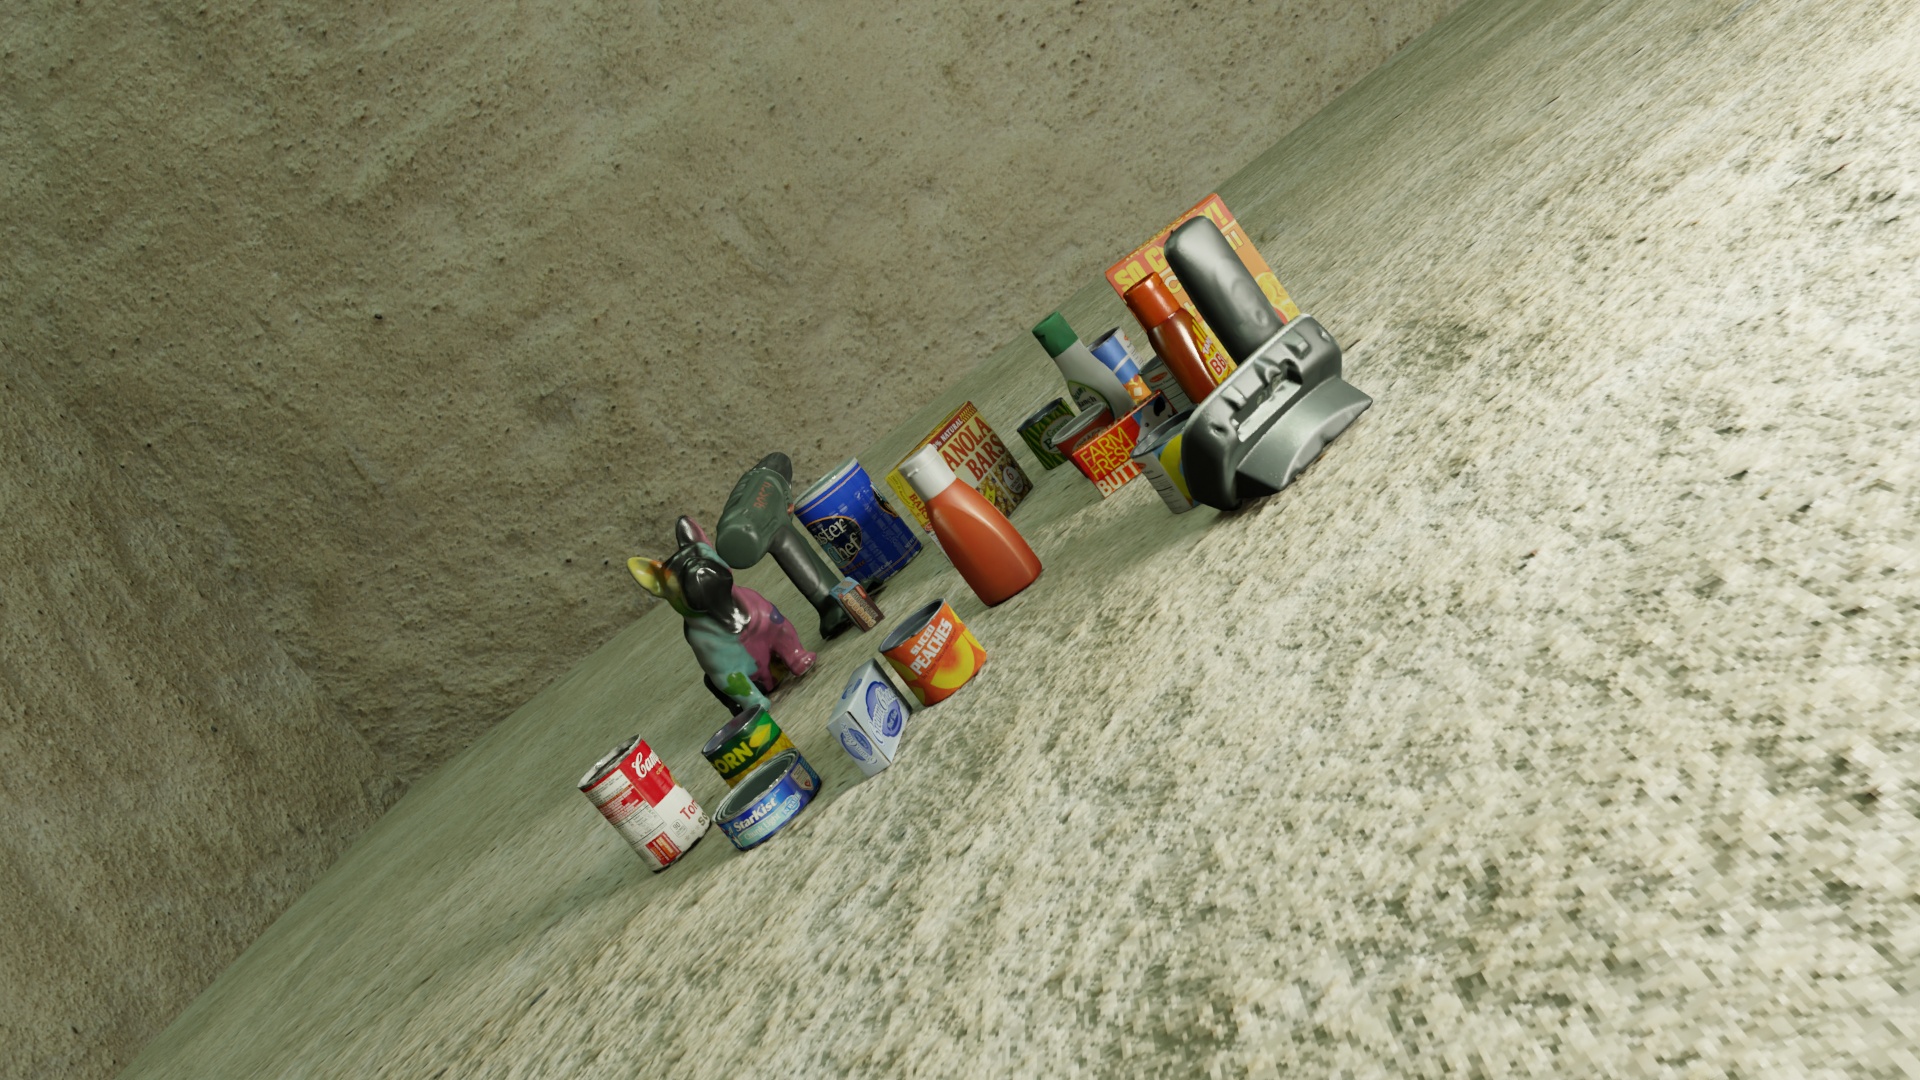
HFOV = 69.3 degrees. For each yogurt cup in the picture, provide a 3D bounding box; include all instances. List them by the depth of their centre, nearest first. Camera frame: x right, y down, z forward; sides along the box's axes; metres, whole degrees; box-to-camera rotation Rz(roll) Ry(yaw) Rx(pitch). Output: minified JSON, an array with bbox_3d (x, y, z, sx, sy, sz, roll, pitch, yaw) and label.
[{"bbox_3d":[0.135,-0.101,1.419,0.072,0.054,0.072,-36,10,7],"label":"yogurt cup"}]

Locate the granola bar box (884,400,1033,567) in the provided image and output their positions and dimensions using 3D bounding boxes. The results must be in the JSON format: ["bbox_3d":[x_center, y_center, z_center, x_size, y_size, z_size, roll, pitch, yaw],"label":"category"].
[{"bbox_3d":[0.002,-0.064,1.514,0.039,0.124,0.166,-31,12,37],"label":"granola bar box"}]

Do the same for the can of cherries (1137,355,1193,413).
[{"bbox_3d":[0.222,-0.164,1.389,0.071,0.058,0.071,-36,10,7],"label":"can of cherries"}]

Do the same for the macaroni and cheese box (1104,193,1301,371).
[{"bbox_3d":[0.229,-0.213,1.268,0.123,0.166,0.040,-36,10,11],"label":"macaroni and cheese box"}]

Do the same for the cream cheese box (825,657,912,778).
[{"bbox_3d":[-0.068,0.134,1.061,0.024,0.053,0.104,-35,10,16],"label":"cream cheese box"}]

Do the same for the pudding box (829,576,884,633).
[{"bbox_3d":[-0.115,0.070,1.528,0.030,0.049,0.083,-39,10,-8],"label":"pudding box"}]

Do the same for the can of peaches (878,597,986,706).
[{"bbox_3d":[-0.021,0.088,1.091,0.071,0.058,0.071,-36,10,7],"label":"can of peaches"}]

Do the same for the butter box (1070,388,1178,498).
[{"bbox_3d":[0.158,-0.089,1.287,0.103,0.053,0.024,-36,10,11],"label":"butter box"}]

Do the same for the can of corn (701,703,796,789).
[{"bbox_3d":[-0.183,0.187,1.210,0.071,0.058,0.071,-36,10,7],"label":"can of corn"}]

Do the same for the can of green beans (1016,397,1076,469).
[{"bbox_3d":[0.108,-0.123,1.603,0.071,0.057,0.071,-36,10,7],"label":"can of green beans"}]

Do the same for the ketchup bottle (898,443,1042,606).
[{"bbox_3d":[0.004,-0.015,1.209,0.064,0.148,0.044,-32,11,33],"label":"ketchup bottle"}]

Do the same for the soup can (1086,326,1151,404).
[{"bbox_3d":[0.178,-0.191,1.596,0.071,0.083,0.071,-36,10,7],"label":"soup can"}]

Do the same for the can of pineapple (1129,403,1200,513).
[{"bbox_3d":[0.178,-0.064,1.090,0.071,0.058,0.071,-36,10,7],"label":"can of pineapple"}]

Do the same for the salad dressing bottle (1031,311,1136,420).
[{"bbox_3d":[0.134,-0.179,1.504,0.044,0.147,0.064,-42,11,-26],"label":"salad dressing bottle"}]

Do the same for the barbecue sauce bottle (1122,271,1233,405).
[{"bbox_3d":[0.198,-0.164,1.210,0.043,0.148,0.065,-32,11,30],"label":"barbecue sauce bottle"}]
